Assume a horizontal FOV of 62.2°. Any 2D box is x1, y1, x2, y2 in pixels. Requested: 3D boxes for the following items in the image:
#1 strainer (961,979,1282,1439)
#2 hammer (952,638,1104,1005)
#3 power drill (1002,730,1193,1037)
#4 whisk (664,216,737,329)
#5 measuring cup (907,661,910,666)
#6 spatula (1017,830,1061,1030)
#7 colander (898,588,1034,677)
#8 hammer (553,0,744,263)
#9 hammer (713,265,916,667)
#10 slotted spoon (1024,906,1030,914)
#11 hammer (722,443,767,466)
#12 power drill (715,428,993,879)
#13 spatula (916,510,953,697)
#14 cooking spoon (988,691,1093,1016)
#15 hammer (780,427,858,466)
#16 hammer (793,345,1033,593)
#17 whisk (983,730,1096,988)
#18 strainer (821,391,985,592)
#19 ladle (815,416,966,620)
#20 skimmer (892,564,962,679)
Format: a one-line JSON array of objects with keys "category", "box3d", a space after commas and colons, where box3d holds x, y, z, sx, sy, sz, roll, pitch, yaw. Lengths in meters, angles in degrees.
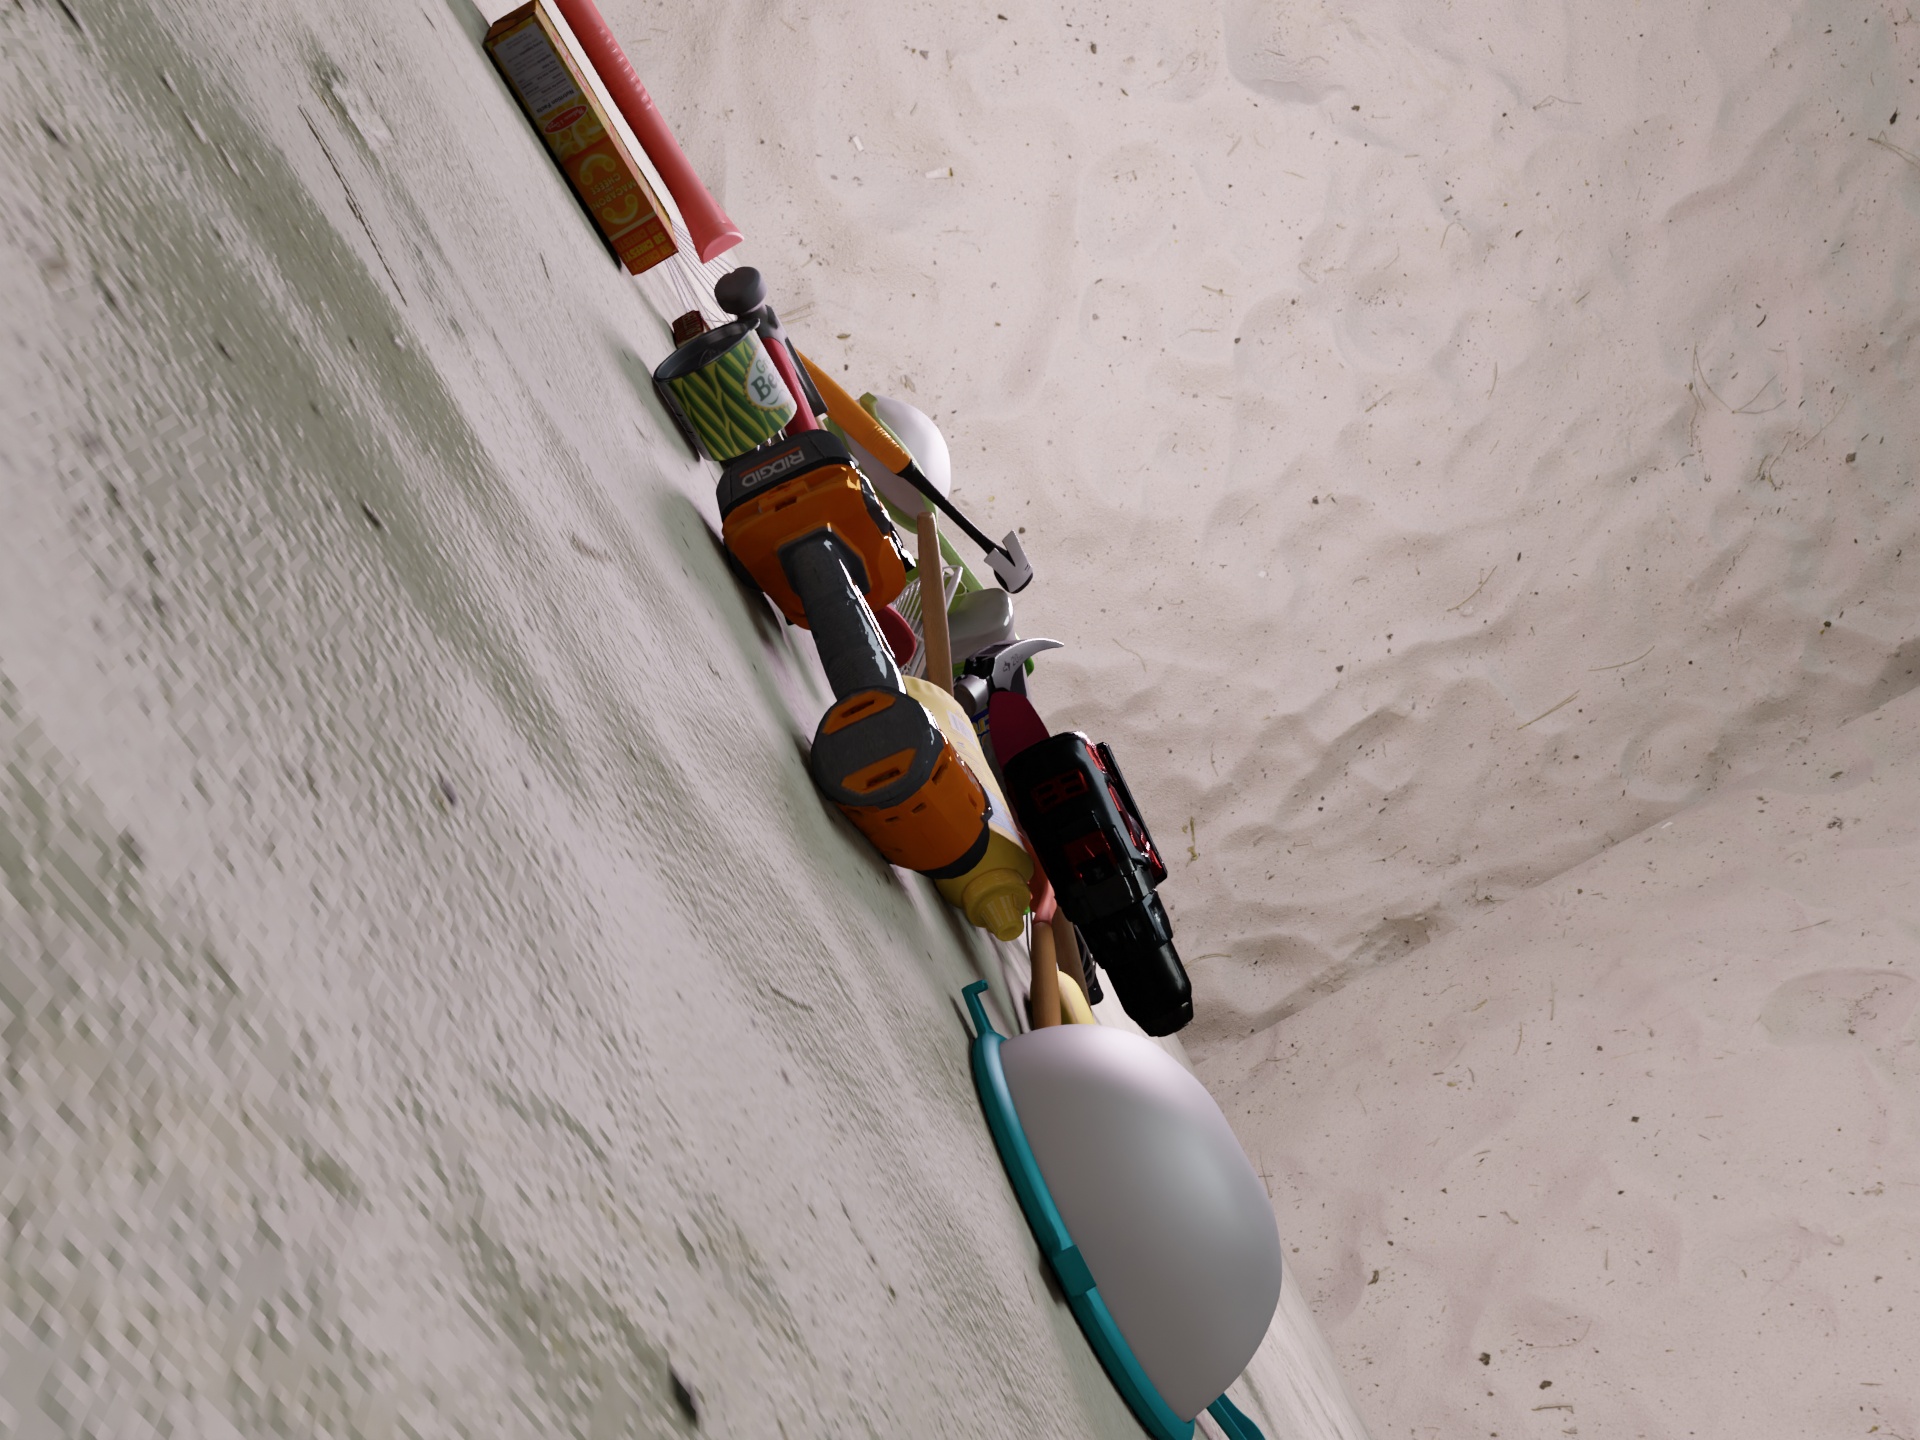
[{"category": "strainer", "box3d": [0.123, 0.273, 0.801, 0.340, 0.095, 0.211, 58, 4, -32]}, {"category": "hammer", "box3d": [0.070, 0.091, 1.308, 0.146, 0.035, 0.334, -42, 123, -50]}, {"category": "power drill", "box3d": [0.091, 0.097, 1.019, 0.226, 0.080, 0.188, 2, 63, -86]}, {"category": "whisk", "box3d": [-0.230, -0.384, 1.260, 0.070, 0.070, 0.284, 63, 8, 30]}, {"category": "measuring cup", "box3d": [-0.017, 0.000, 1.662, 0.157, 0.029, 0.062, 50, -2, 16]}, {"category": "spatula", "box3d": [0.047, 0.157, 1.078, 0.323, 0.041, 0.081, -88, 166, -68]}, {"category": "colander", "box3d": [-0.027, -0.119, 1.584, 0.396, 0.094, 0.205, 54, -3, -40]}, {"category": "hammer", "box3d": [-0.258, -0.481, 1.092, 0.358, 0.036, 0.149, 58, 3, -32]}, {"category": "hammer", "box3d": [-0.092, -0.161, 1.101, 0.143, 0.038, 0.387, 61, 5, -48]}, {"category": "slotted spoon", "box3d": [-0.032, 0.022, 1.125, 0.070, 0.031, 0.314, 30, 24, -48]}, {"category": "hammer", "box3d": [-0.119, -0.155, 1.228, 0.149, 0.036, 0.408, 63, 4, 9]}, {"category": "power drill", "box3d": [-0.047, -0.024, 0.842, 0.164, 0.084, 0.227, 57, 10, -60]}, {"category": "spatula", "box3d": [-0.002, -0.004, 1.169, 0.082, 0.044, 0.317, -103, -173, -63]}, {"category": "cooking spoon", "box3d": [0.069, 0.129, 1.185, 0.069, 0.017, 0.318, 5, -65, 49]}, {"category": "hammer", "box3d": [-0.154, -0.274, 1.496, 0.128, 0.033, 0.331, 45, 2, -9]}, {"category": "hammer", "box3d": [-0.070, -0.237, 1.366, 0.337, 0.034, 0.127, 44, 1, 11]}, {"category": "whisk", "box3d": [0.058, 0.114, 1.233, 0.055, 0.055, 0.238, -110, -178, -69]}, {"category": "strainer", "box3d": [-0.022, -0.212, 1.507, 0.256, 0.069, 0.151, 52, -15, -13]}, {"category": "ladle", "box3d": [-0.095, -0.221, 1.312, 0.320, 0.062, 0.078, 60, 15, -14]}, {"category": "skimmer", "box3d": [0.018, 0.026, 1.337, 0.362, 0.090, 0.127, 62, 34, -40]}]
